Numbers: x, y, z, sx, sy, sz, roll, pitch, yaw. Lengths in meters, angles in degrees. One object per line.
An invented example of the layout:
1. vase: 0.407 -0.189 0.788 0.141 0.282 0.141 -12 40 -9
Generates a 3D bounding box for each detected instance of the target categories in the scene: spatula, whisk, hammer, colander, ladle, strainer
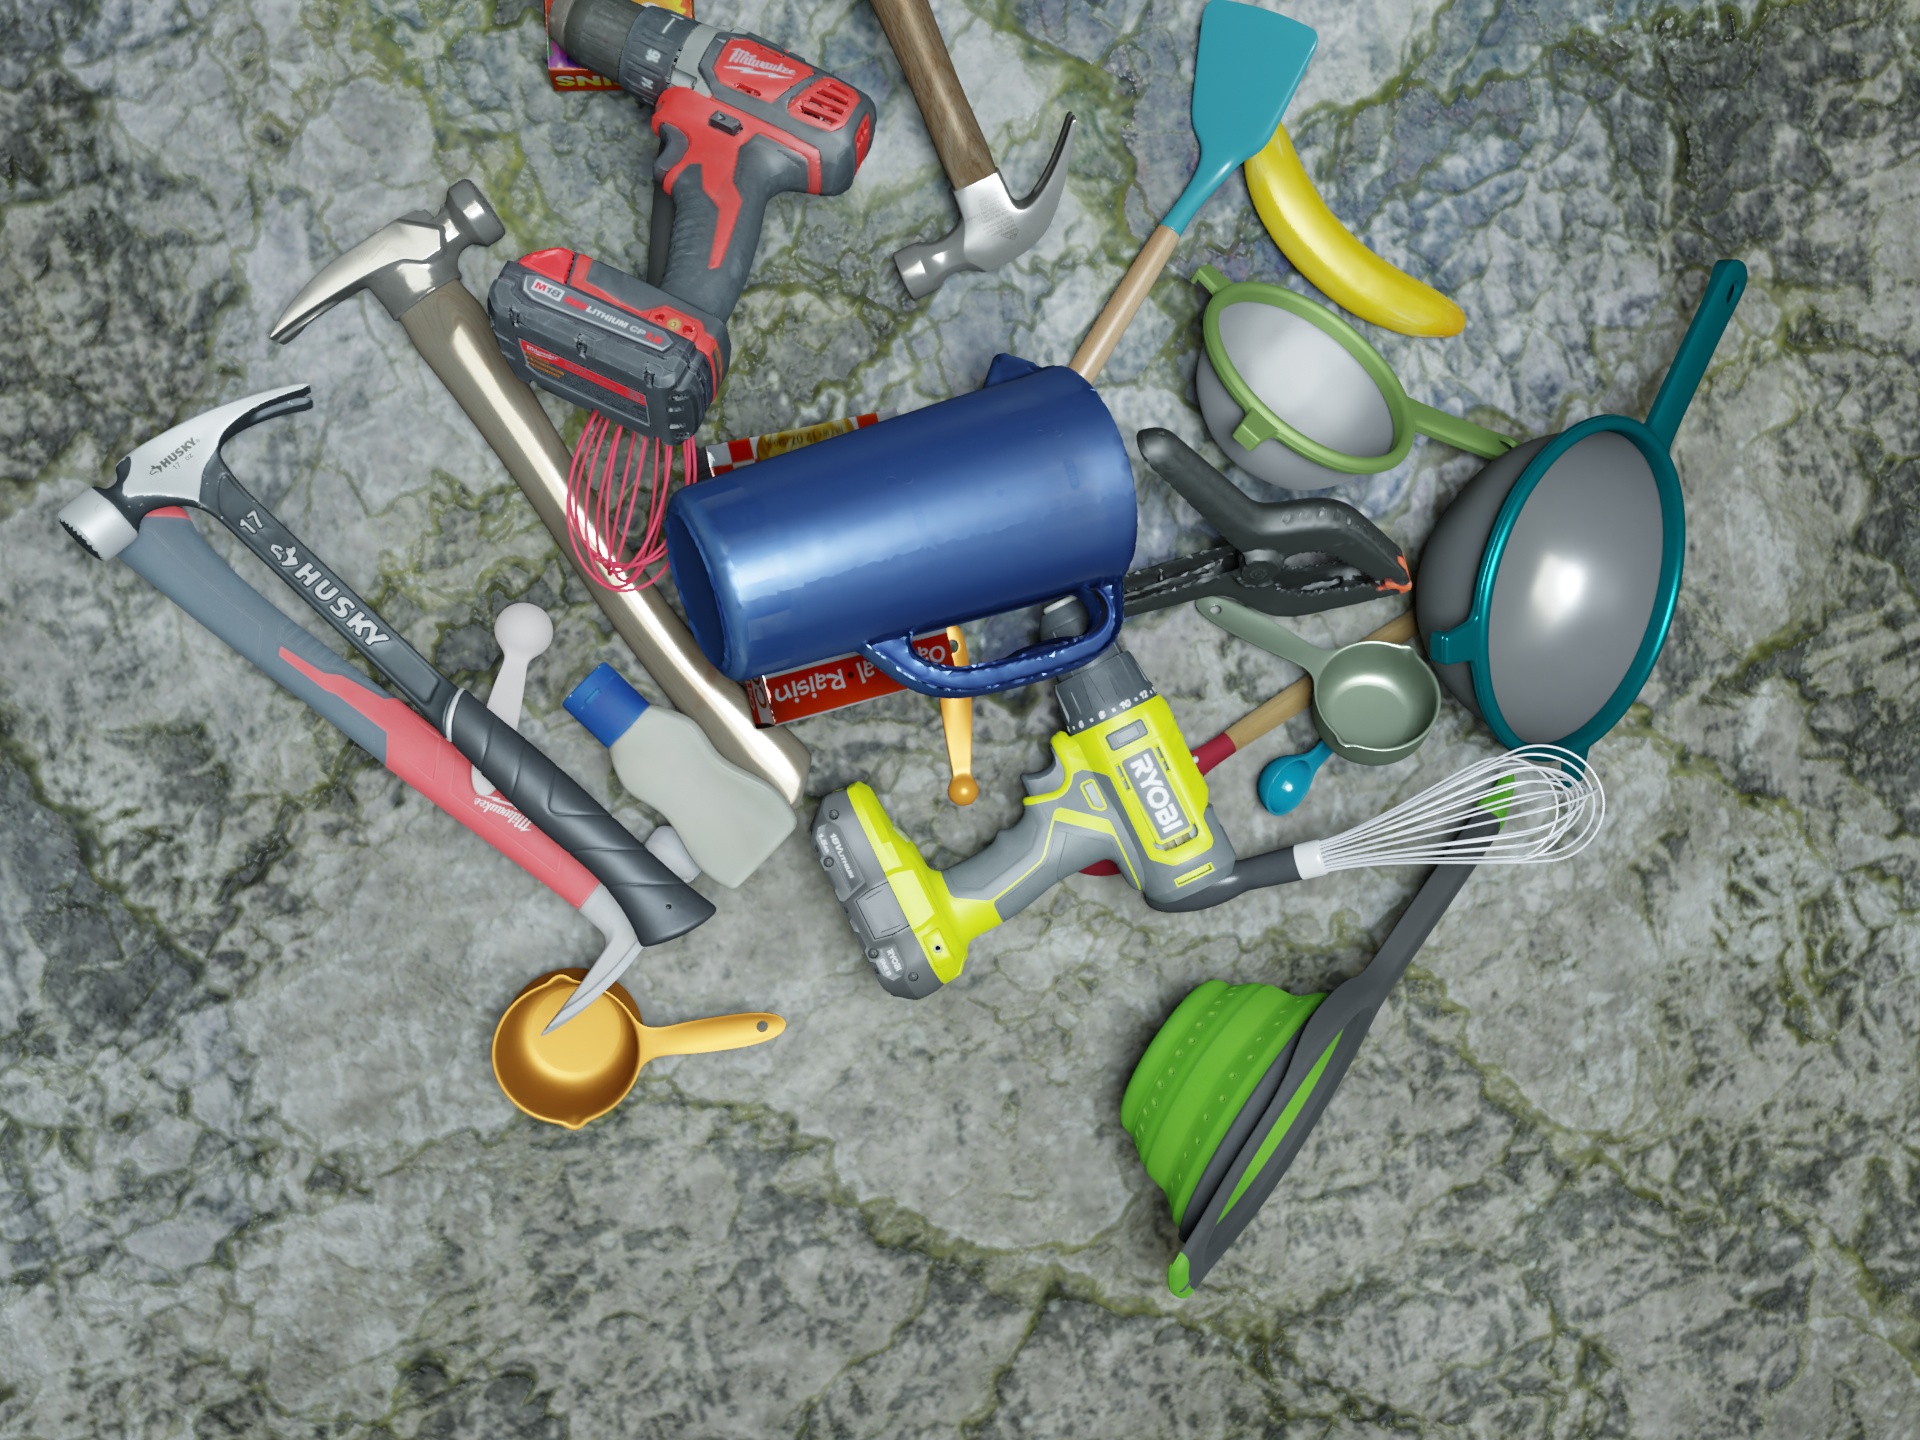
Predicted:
1. spatula: 0.109 -0.282 0.972 0.082 0.044 0.317 33 94 30
2. whisk: -0.175 -0.216 0.911 0.073 0.073 0.296 8 78 -9
3. hammer: -0.035 -0.407 0.879 0.130 0.031 0.331 -23 120 8
4. hammer: -0.340 0.017 0.919 0.386 0.038 0.143 38 58 -6
5. colander: 0.214 0.169 1.006 0.094 0.204 0.397 32 72 24
6. hammer: -0.297 -0.021 0.902 0.409 0.036 0.149 43 68 -4
7. ladle: 0.195 0.001 1.023 0.315 0.031 0.069 -33 98 -5
8. hammer: -0.230 -0.105 0.947 0.146 0.038 0.410 -34 99 -2
9. strainer: 0.380 -0.143 0.994 0.210 0.095 0.340 34 81 -40
10. strainer: 0.243 -0.182 0.994 0.256 0.069 0.152 12 51 -26
11. whisk: 0.247 0.079 0.977 0.284 0.070 0.070 -17 99 21

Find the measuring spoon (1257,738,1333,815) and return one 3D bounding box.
1. measuring spoon: 0.236 0.008 1.034 0.128 0.021 0.042 -46 136 -10

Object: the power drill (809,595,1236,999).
1. power drill: 0.029 0.049 0.962 0.228 0.080 0.190 -26 90 1

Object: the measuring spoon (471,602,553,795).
1. measuring spoon: -0.265 -0.015 0.933 0.034 0.018 0.124 16 66 -19

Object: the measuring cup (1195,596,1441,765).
1. measuring cup: 0.220 -0.030 1.003 0.168 0.038 0.083 31 70 21

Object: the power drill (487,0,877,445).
1. power drill: -0.170 -0.283 0.856 0.188 0.080 0.227 25 74 0

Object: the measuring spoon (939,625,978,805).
1. measuring spoon: -0.002 -0.003 1.001 0.021 0.011 0.117 -5 96 -7

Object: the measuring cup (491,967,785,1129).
1. measuring cup: -0.195 0.190 0.973 0.173 0.052 0.095 -6 96 -9
